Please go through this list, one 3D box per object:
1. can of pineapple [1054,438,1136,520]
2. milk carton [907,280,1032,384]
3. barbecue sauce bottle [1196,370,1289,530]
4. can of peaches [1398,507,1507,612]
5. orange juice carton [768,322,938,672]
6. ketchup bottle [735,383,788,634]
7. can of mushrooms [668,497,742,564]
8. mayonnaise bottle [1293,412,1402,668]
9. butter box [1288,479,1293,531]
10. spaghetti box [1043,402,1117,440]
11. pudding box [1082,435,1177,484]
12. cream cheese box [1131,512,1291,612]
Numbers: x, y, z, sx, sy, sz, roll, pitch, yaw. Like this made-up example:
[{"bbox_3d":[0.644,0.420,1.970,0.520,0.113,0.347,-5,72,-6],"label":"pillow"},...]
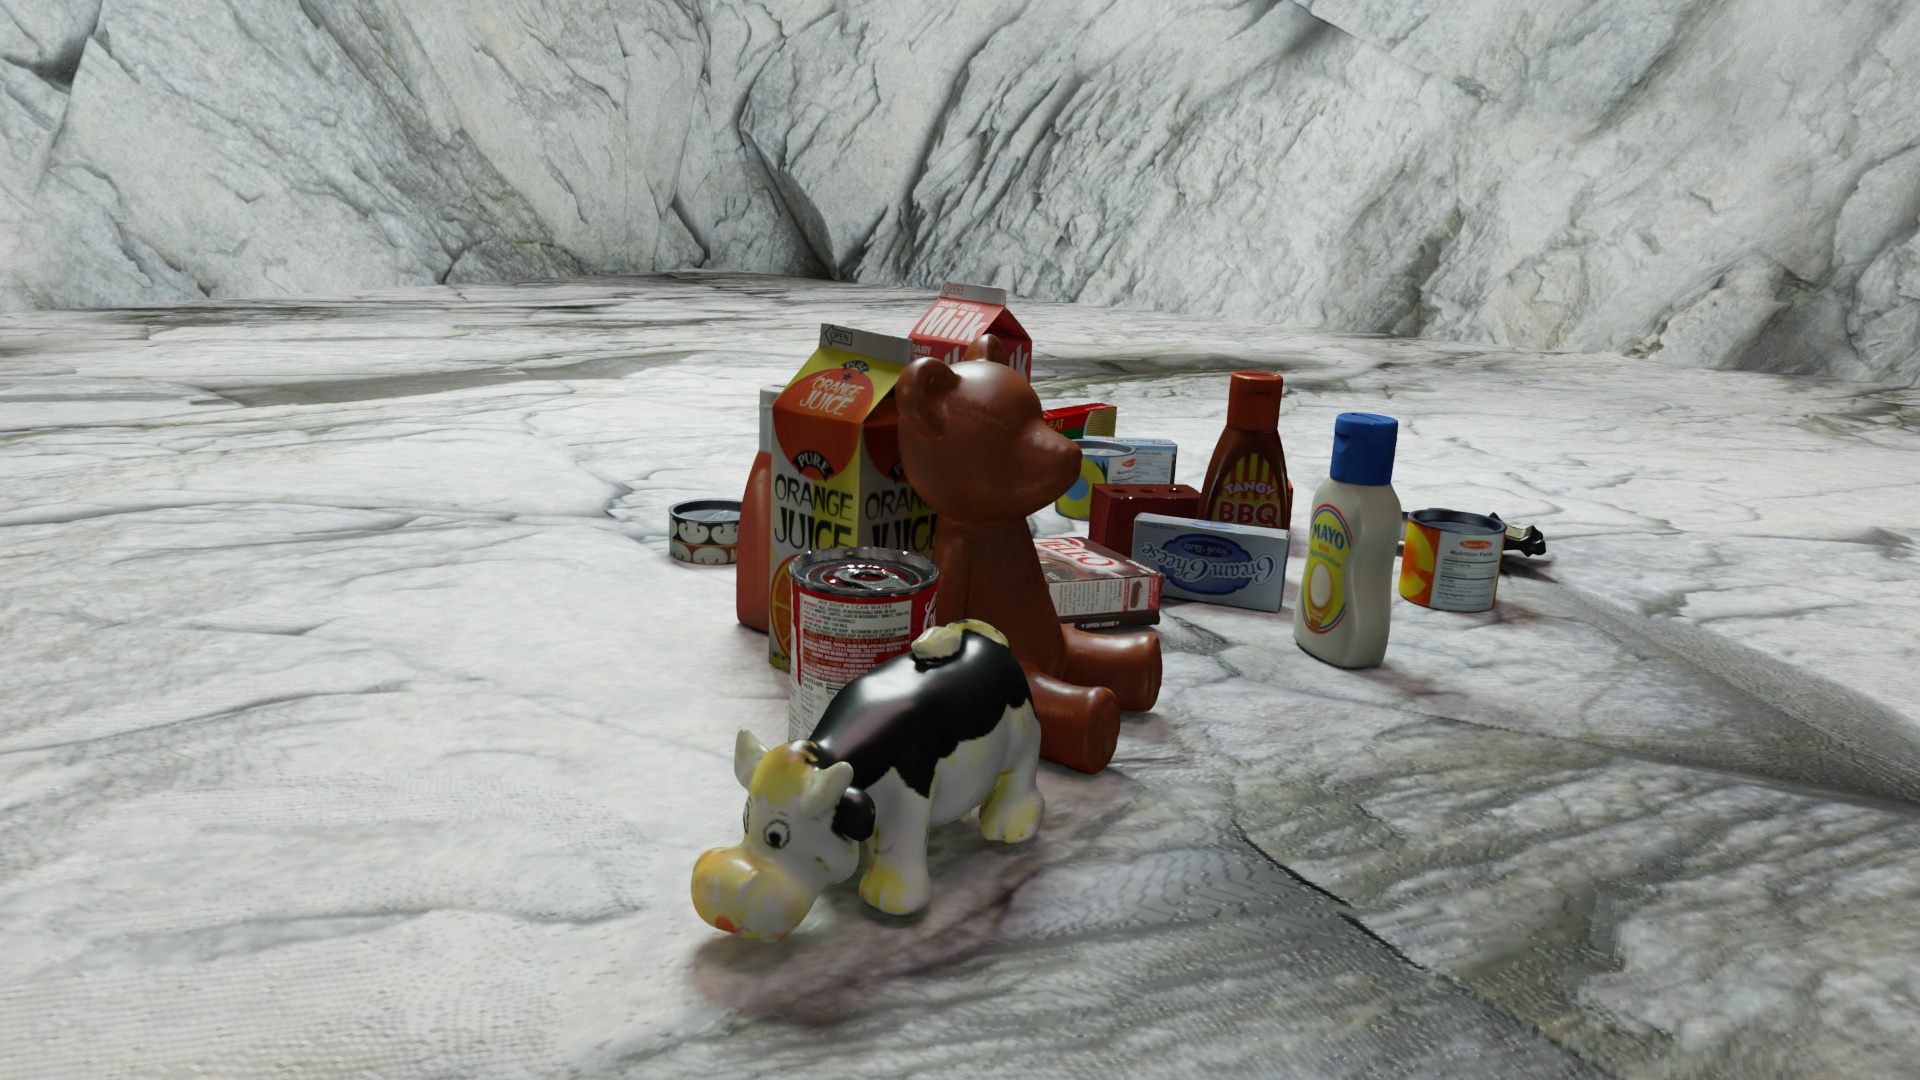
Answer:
[{"bbox_3d":[0.112,-0.052,1.169,0.071,0.057,0.071,3,15,-1],"label":"can of pineapple"},{"bbox_3d":[0.006,-0.107,1.101,0.072,0.190,0.074,15,19,40],"label":"milk carton"},{"bbox_3d":[0.204,-0.045,0.989,0.065,0.148,0.044,3,15,1],"label":"barbecue sauce bottle"},{"bbox_3d":[0.344,0.013,0.975,0.071,0.058,0.071,3,15,-1],"label":"can of peaches"},{"bbox_3d":[-0.055,-0.020,0.764,0.072,0.192,0.073,16,19,40],"label":"orange juice carton"},{"bbox_3d":[-0.103,-0.018,0.833,0.065,0.148,0.044,11,17,28],"label":"ketchup bottle"},{"bbox_3d":[-0.174,-0.007,0.997,0.071,0.033,0.071,3,15,-1],"label":"can of mushrooms"},{"bbox_3d":[0.235,-0.001,0.835,0.041,0.147,0.065,-3,16,-21],"label":"mayonnaise bottle"},{"bbox_3d":[0.249,-0.030,1.123,0.024,0.053,0.104,4,15,5],"label":"butter box"},{"bbox_3d":[0.066,-0.096,1.340,0.029,0.050,0.251,15,20,40],"label":"spaghetti box"},{"bbox_3d":[0.150,-0.067,1.248,0.084,0.049,0.030,1,15,-7],"label":"pudding box"},{"bbox_3d":[0.169,0.015,0.944,0.104,0.053,0.024,7,15,16],"label":"cream cheese box"}]
